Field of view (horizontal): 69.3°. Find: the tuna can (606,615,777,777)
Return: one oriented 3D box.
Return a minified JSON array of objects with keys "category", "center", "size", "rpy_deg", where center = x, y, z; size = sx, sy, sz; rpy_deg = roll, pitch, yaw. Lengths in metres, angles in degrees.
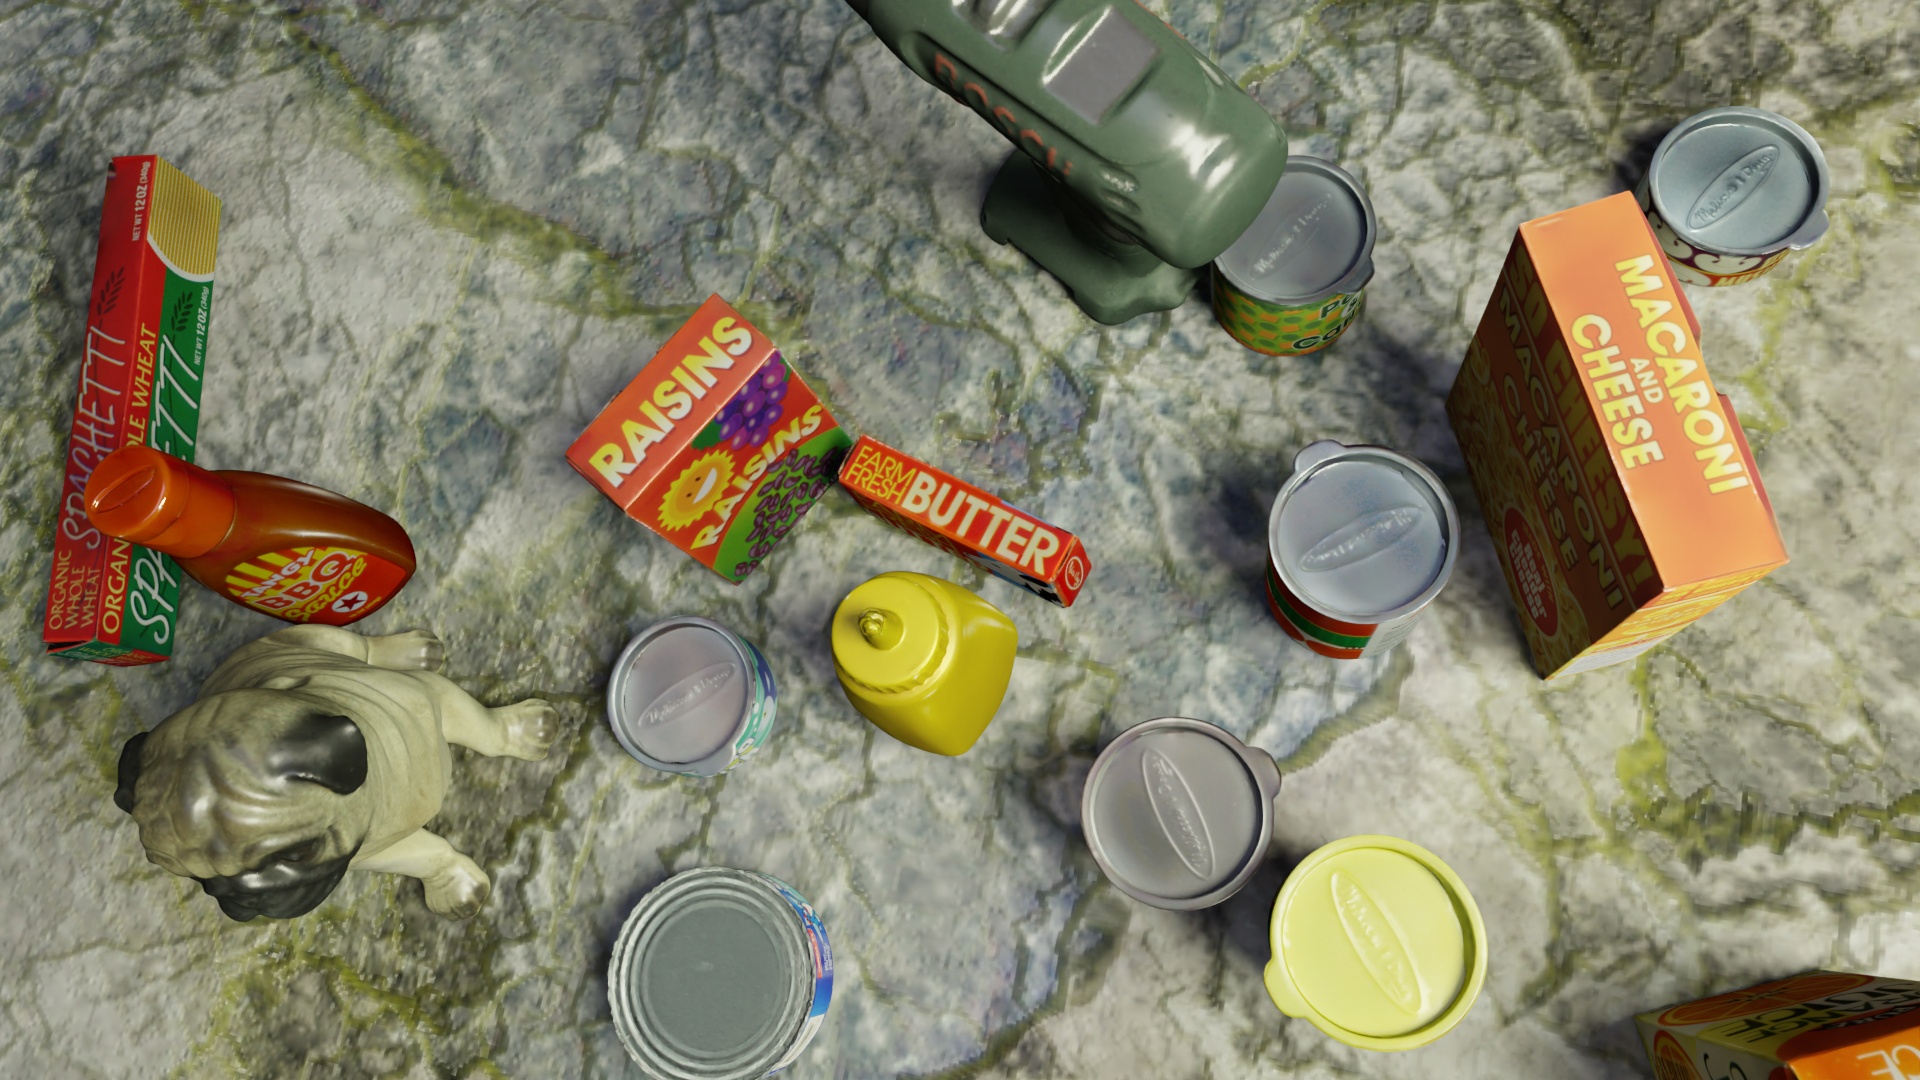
[{"category":"tuna can","center":[-0.112,0.069,0.592],"size":[0.071,0.032,0.071],"rpy_deg":[-3,75,10]}]

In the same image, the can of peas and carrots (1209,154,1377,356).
[{"category":"can of peas and carrots","center":[0.139,-0.116,0.581],"size":[0.071,0.058,0.071],"rpy_deg":[-3,75,10]}]

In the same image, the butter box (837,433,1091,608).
[{"category":"butter box","center":[0.002,-0.007,0.580],"size":[0.103,0.053,0.024],"rpy_deg":[26,82,16]}]

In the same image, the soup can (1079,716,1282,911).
[{"category":"soup can","center":[0.085,0.103,0.518],"size":[0.071,0.083,0.071],"rpy_deg":[-3,75,10]}]

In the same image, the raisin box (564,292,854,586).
[{"category":"raisin box","center":[-0.096,-0.037,0.570],"size":[0.040,0.123,0.086],"rpy_deg":[41,86,18]}]

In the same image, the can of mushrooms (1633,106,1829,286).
[{"category":"can of mushrooms","center":[0.314,-0.138,0.567],"size":[0.071,0.033,0.071],"rpy_deg":[-3,75,10]}]

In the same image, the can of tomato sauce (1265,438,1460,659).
[{"category":"can of tomato sauce","center":[0.149,0.006,0.533],"size":[0.071,0.083,0.071],"rpy_deg":[-3,75,10]}]

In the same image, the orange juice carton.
[{"category":"orange juice carton","center":[0.270,0.174,0.406],"size":[0.072,0.192,0.073],"rpy_deg":[-16,73,6]}]

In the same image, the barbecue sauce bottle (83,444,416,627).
[{"category":"barbecue sauce bottle","center":[-0.297,-0.001,0.586],"size":[0.065,0.148,0.044],"rpy_deg":[-33,72,1]}]

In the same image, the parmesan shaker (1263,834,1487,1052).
[{"category":"parmesan shaker","center":[0.139,0.140,0.488],"size":[0.071,0.103,0.071],"rpy_deg":[-3,75,10]}]

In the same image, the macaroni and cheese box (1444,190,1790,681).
[{"category":"macaroni and cheese box","center":[0.218,-0.027,0.485],"size":[0.040,0.166,0.124],"rpy_deg":[-16,73,7]}]

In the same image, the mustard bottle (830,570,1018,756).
[{"category":"mustard bottle","center":[-0.016,0.041,0.514],"size":[0.049,0.160,0.065],"rpy_deg":[22,81,16]}]

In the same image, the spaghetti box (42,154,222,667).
[{"category":"spaghetti box","center":[-0.398,-0.065,0.674],"size":[0.029,0.050,0.250],"rpy_deg":[-5,74,10]}]
